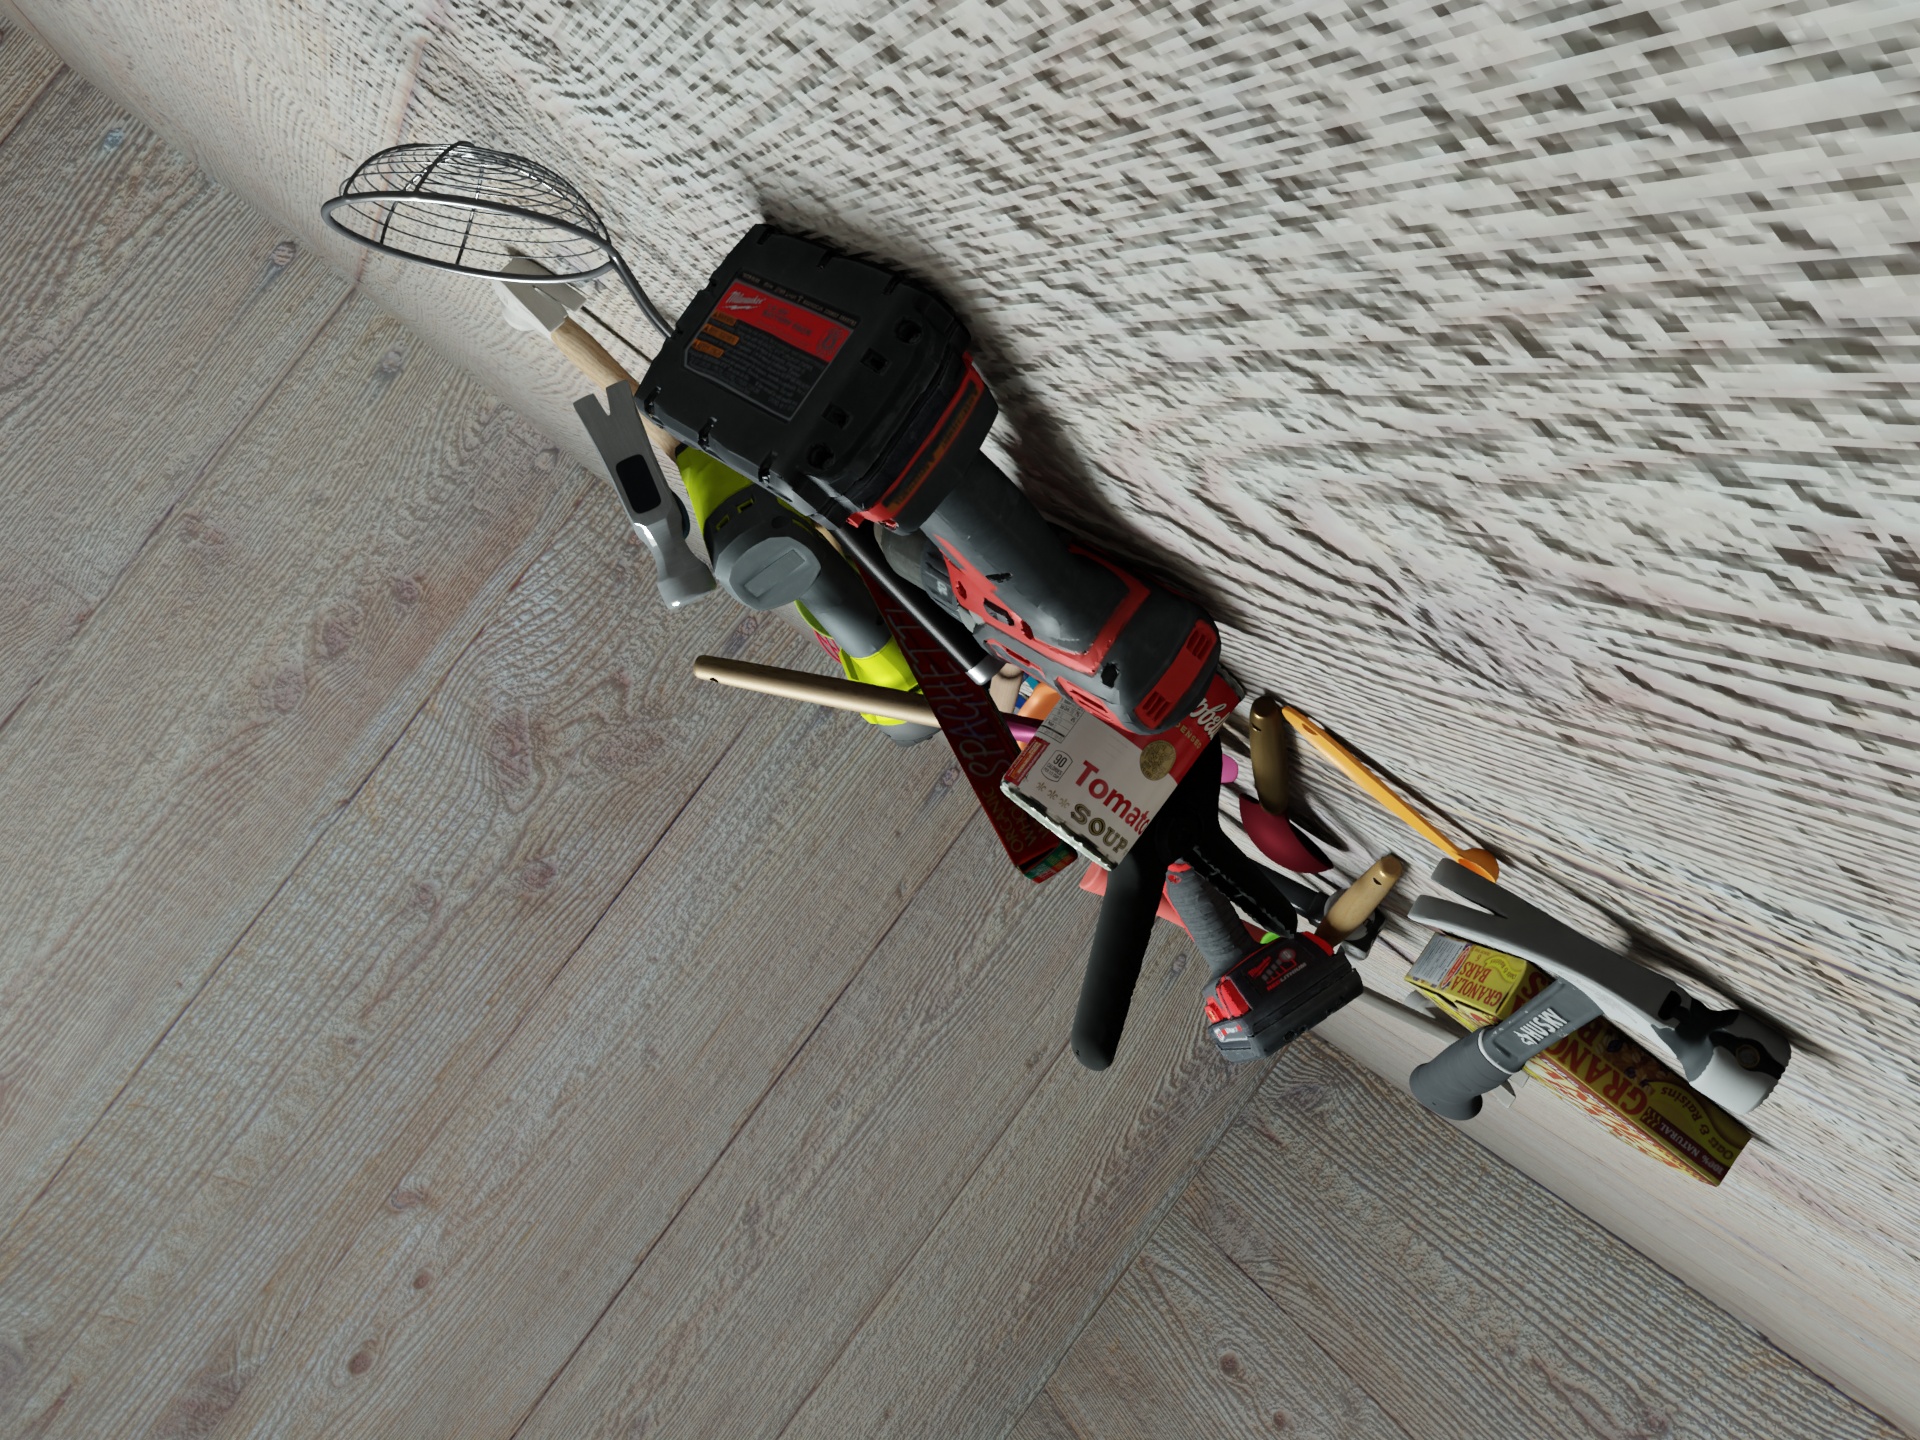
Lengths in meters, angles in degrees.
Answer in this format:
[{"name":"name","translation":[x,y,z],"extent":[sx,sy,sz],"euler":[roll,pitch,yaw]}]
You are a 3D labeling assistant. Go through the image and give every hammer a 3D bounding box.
[{"name":"hammer","translation":[0.158,0.083,1.176],"extent":[0.335,0.035,0.146],"euler":[28,173,25]},{"name":"hammer","translation":[-0.182,-0.181,1.066],"extent":[0.331,0.031,0.130],"euler":[44,173,-11]},{"name":"hammer","translation":[0.250,0.183,1.185],"extent":[0.359,0.036,0.149],"euler":[26,-172,-17]},{"name":"hammer","translation":[0.276,0.165,0.816],"extent":[0.149,0.036,0.408],"euler":[32,167,16]},{"name":"hammer","translation":[-0.191,-0.135,1.000],"extent":[0.331,0.033,0.128],"euler":[-149,35,-80]}]

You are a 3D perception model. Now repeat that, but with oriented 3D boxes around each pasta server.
[{"name":"pasta server","translation":[0.023,-0.032,0.883],"extent":[0.060,0.040,0.316],"euler":[46,169,10]}]

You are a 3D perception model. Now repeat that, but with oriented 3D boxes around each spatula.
[{"name":"spatula","translation":[0.064,-0.021,0.891],"extent":[0.041,0.081,0.322],"euler":[61,175,9]}]

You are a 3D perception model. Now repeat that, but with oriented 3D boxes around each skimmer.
[{"name":"skimmer","translation":[-0.130,-0.130,0.744],"extent":[0.363,0.090,0.127],"euler":[45,173,-9]}]

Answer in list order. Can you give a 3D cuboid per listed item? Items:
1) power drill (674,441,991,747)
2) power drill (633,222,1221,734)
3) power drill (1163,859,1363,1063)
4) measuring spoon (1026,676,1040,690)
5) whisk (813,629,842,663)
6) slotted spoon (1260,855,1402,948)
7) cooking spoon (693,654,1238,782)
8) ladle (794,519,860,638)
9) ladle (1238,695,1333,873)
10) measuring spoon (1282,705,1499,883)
[{"name":"power drill","translation":[-0.082,-0.095,0.964],"extent":[0.223,0.080,0.171],"euler":[44,-164,-45]},{"name":"power drill","translation":[-0.016,-0.087,0.613],"extent":[0.188,0.080,0.226],"euler":[34,179,43]},{"name":"power drill","translation":[0.151,0.101,1.002],"extent":[0.220,0.078,0.143],"euler":[57,170,11]},{"name":"measuring spoon","translation":[0.073,-0.017,1.163],"extent":[0.128,0.021,0.042],"euler":[50,167,-35]},{"name":"whisk","translation":[-0.133,-0.129,1.351],"extent":[0.073,0.073,0.295],"euler":[34,170,41]},{"name":"slotted spoon","translation":[0.235,0.131,0.990],"extent":[0.070,0.031,0.313],"euler":[41,167,15]},{"name":"cooking spoon","translation":[-0.001,-0.003,0.900],"extent":[0.319,0.017,0.068],"euler":[11,160,11]},{"name":"ladle","translation":[-0.106,-0.122,1.176],"extent":[0.078,0.062,0.320],"euler":[40,174,7]},{"name":"ladle","translation":[0.166,0.037,0.836],"extent":[0.069,0.031,0.315],"euler":[40,176,20]},{"name":"measuring spoon","translation":[0.186,0.030,0.685],"extent":[0.117,0.011,0.021],"euler":[40,172,4]}]
